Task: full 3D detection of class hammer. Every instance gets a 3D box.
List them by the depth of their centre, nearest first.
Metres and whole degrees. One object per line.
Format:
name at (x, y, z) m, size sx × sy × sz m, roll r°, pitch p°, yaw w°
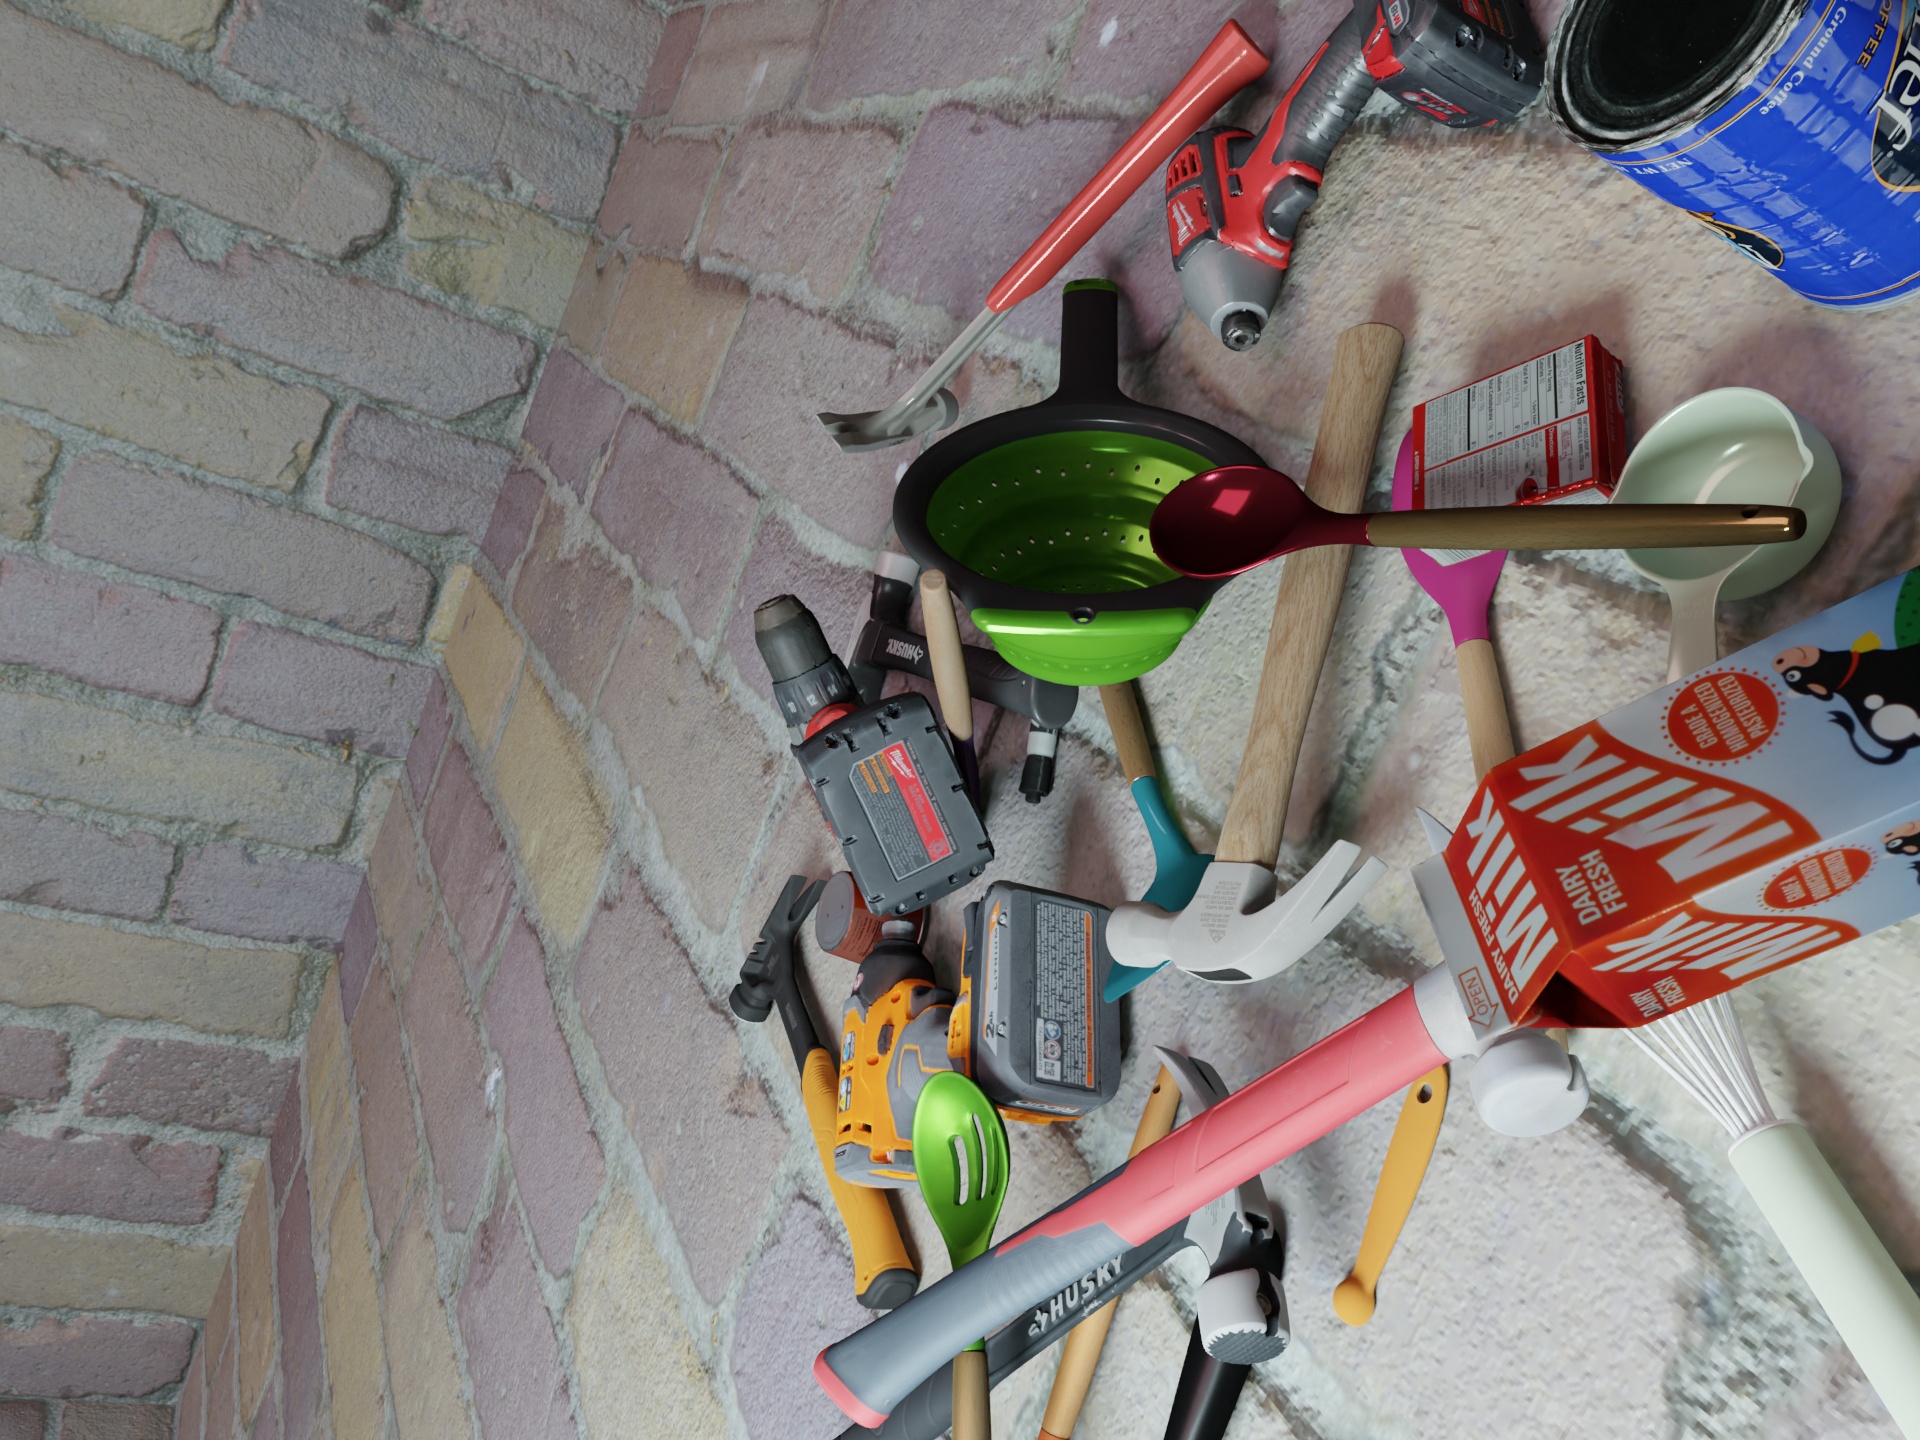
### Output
hammer at (0.075, 0.189, 0.675) m, size 0.386 × 0.038 × 0.143 m, roll -40°, pitch 29°, yaw 26°
hammer at (0.160, -0.039, 0.744) m, size 0.130 × 0.031 × 0.331 m, roll -4°, pitch 65°, yaw 53°
hammer at (0.016, 0.313, 0.793) m, size 0.408 × 0.036 × 0.149 m, roll -50°, pitch 27°, yaw 36°
hammer at (0.054, -0.303, 1.034) m, size 0.359 × 0.149 × 0.037 m, roll -41°, pitch 83°, yaw 32°
hammer at (-0.009, -0.032, 1.049) m, size 0.335 × 0.035 × 0.146 m, roll 21°, pitch 94°, yaw 66°
hammer at (-0.087, 0.246, 1.063) m, size 0.127 × 0.034 × 0.337 m, roll -62°, pitch 31°, yaw 21°

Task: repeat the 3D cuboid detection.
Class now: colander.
colander at (0.074, -0.138, 0.928) m, size 0.397 × 0.204 × 0.094 m, roll -83°, pitch -8°, yaw -50°

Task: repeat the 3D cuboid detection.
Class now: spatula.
spatula at (0.061, 0.325, 0.779) m, size 0.081 × 0.041 × 0.322 m, roll 9°, pitch 79°, yaw 62°
spatula at (0.089, 0.011, 0.875) m, size 0.082 × 0.044 × 0.318 m, roll -43°, pitch 39°, yaw 29°
spatula at (-0.001, -0.003, 0.882) m, size 0.315 × 0.018 × 0.060 m, roll 80°, pitch 180°, yaw -66°

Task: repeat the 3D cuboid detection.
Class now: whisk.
whisk at (0.258, 0.131, 0.521) m, size 0.058 × 0.059 × 0.247 m, roll -38°, pitch 46°, yaw 21°
whisk at (0.085, 0.360, 0.688) m, size 0.073 × 0.073 × 0.296 m, roll 6°, pitch 73°, yaw 60°

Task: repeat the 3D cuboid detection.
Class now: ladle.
ladle at (0.195, -0.082, 0.666) m, size 0.315 × 0.031 × 0.069 m, roll 10°, pitch 62°, yaw 55°

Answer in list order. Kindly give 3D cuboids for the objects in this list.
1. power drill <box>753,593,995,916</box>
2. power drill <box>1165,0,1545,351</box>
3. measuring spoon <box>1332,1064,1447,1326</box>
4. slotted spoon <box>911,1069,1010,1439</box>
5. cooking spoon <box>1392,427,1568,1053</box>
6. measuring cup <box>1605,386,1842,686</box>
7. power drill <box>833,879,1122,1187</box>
power drill at (-0.067, 0.015, 0.984) m, size 0.187 × 0.080 × 0.227 m, roll 66°, pitch 171°, yaw -12°
power drill at (0.191, -0.302, 0.838) m, size 0.219 × 0.078 × 0.143 m, roll -41°, pitch 42°, yaw 48°
measuring spoon at (0.177, 0.195, 0.658) m, size 0.021 × 0.011 × 0.117 m, roll 23°, pitch 95°, yaw 61°
slotted spoon at (0.004, 0.319, 0.734) m, size 0.070 × 0.031 × 0.314 m, roll -31°, pitch 50°, yaw 43°
cooking spoon at (0.223, -0.010, 0.680) m, size 0.068 × 0.017 × 0.319 m, roll -37°, pitch 44°, yaw 46°
measuring cup at (0.280, -0.038, 0.581) m, size 0.083 × 0.038 × 0.168 m, roll -10°, pitch 68°, yaw 58°
power drill at (-0.002, 0.168, 0.913) m, size 0.226 × 0.084 × 0.164 m, roll -38°, pitch 43°, yaw 51°
